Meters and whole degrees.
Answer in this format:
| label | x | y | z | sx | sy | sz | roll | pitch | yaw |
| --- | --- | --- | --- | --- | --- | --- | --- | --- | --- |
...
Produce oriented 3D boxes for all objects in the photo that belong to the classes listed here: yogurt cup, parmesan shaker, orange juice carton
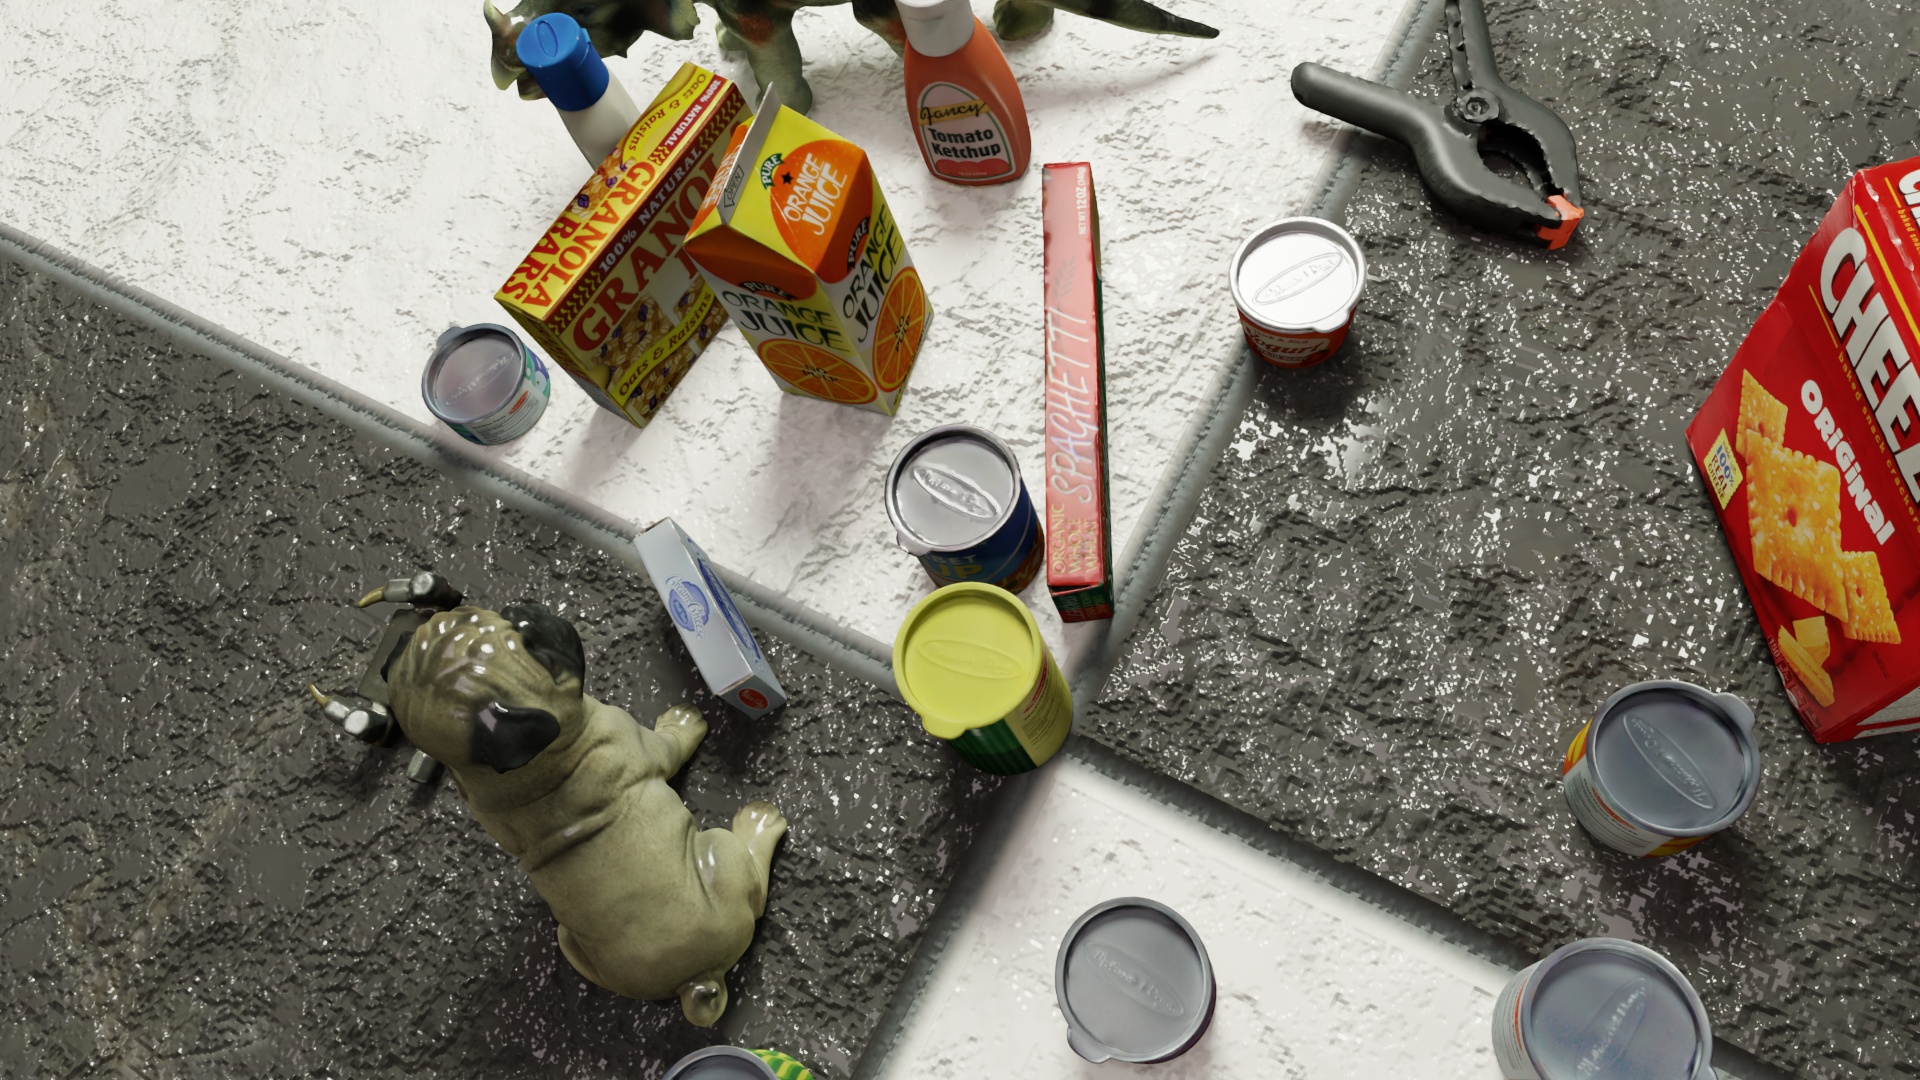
| label | x | y | z | sx | sy | sz | roll | pitch | yaw |
| --- | --- | --- | --- | --- | --- | --- | --- | --- | --- |
| yogurt cup | 0.173 | -0.125 | 0.718 | 0.072 | 0.053 | 0.072 | -4 | 67 | 11 |
| parmesan shaker | 0.012 | 0.070 | 0.645 | 0.071 | 0.102 | 0.071 | -4 | 67 | 11 |
| orange juice carton | -0.077 | -0.142 | 0.703 | 0.073 | 0.192 | 0.072 | 14 | 72 | 17 |

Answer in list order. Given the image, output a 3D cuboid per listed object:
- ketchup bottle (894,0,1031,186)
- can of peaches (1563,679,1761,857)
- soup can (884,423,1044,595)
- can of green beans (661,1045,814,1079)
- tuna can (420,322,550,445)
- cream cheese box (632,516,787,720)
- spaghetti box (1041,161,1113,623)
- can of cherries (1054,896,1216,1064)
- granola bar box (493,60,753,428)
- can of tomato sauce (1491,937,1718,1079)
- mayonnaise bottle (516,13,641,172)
| label | x | y | z | sx | sy | sz | roll | pitch | yaw |
| --- | --- | --- | --- | --- | --- | --- | --- | --- | --- |
| ketchup bottle | -0.003 | -0.254 | 0.757 | 0.065 | 0.148 | 0.044 | 3 | 69 | 14 |
| can of peaches | 0.300 | 0.098 | 0.596 | 0.071 | 0.058 | 0.071 | -4 | 67 | 11 |
| soup can | 0.002 | -0.009 | 0.690 | 0.071 | 0.083 | 0.071 | -4 | 67 | 11 |
| can of green beans | -0.098 | 0.260 | 0.615 | 0.071 | 0.057 | 0.071 | -4 | 67 | 11 |
| tuna can | -0.279 | -0.093 | 0.814 | 0.071 | 0.032 | 0.071 | -4 | 67 | 11 |
| cream cheese box | -0.129 | 0.041 | 0.715 | 0.024 | 0.053 | 0.104 | -33 | 65 | -2 |
| spaghetti box | 0.060 | -0.081 | 0.726 | 0.029 | 0.050 | 0.251 | -4 | 67 | 11 |
| can of cherries | 0.075 | 0.194 | 0.604 | 0.071 | 0.058 | 0.072 | -4 | 67 | 11 |
| granola bar box | -0.164 | -0.159 | 0.766 | 0.039 | 0.124 | 0.166 | 29 | 77 | 21 |
| can of tomato sauce | 0.253 | 0.197 | 0.551 | 0.071 | 0.083 | 0.071 | -4 | 67 | 11 |
| mayonnaise bottle | -0.202 | -0.236 | 0.793 | 0.041 | 0.147 | 0.065 | -26 | 65 | 1 |
